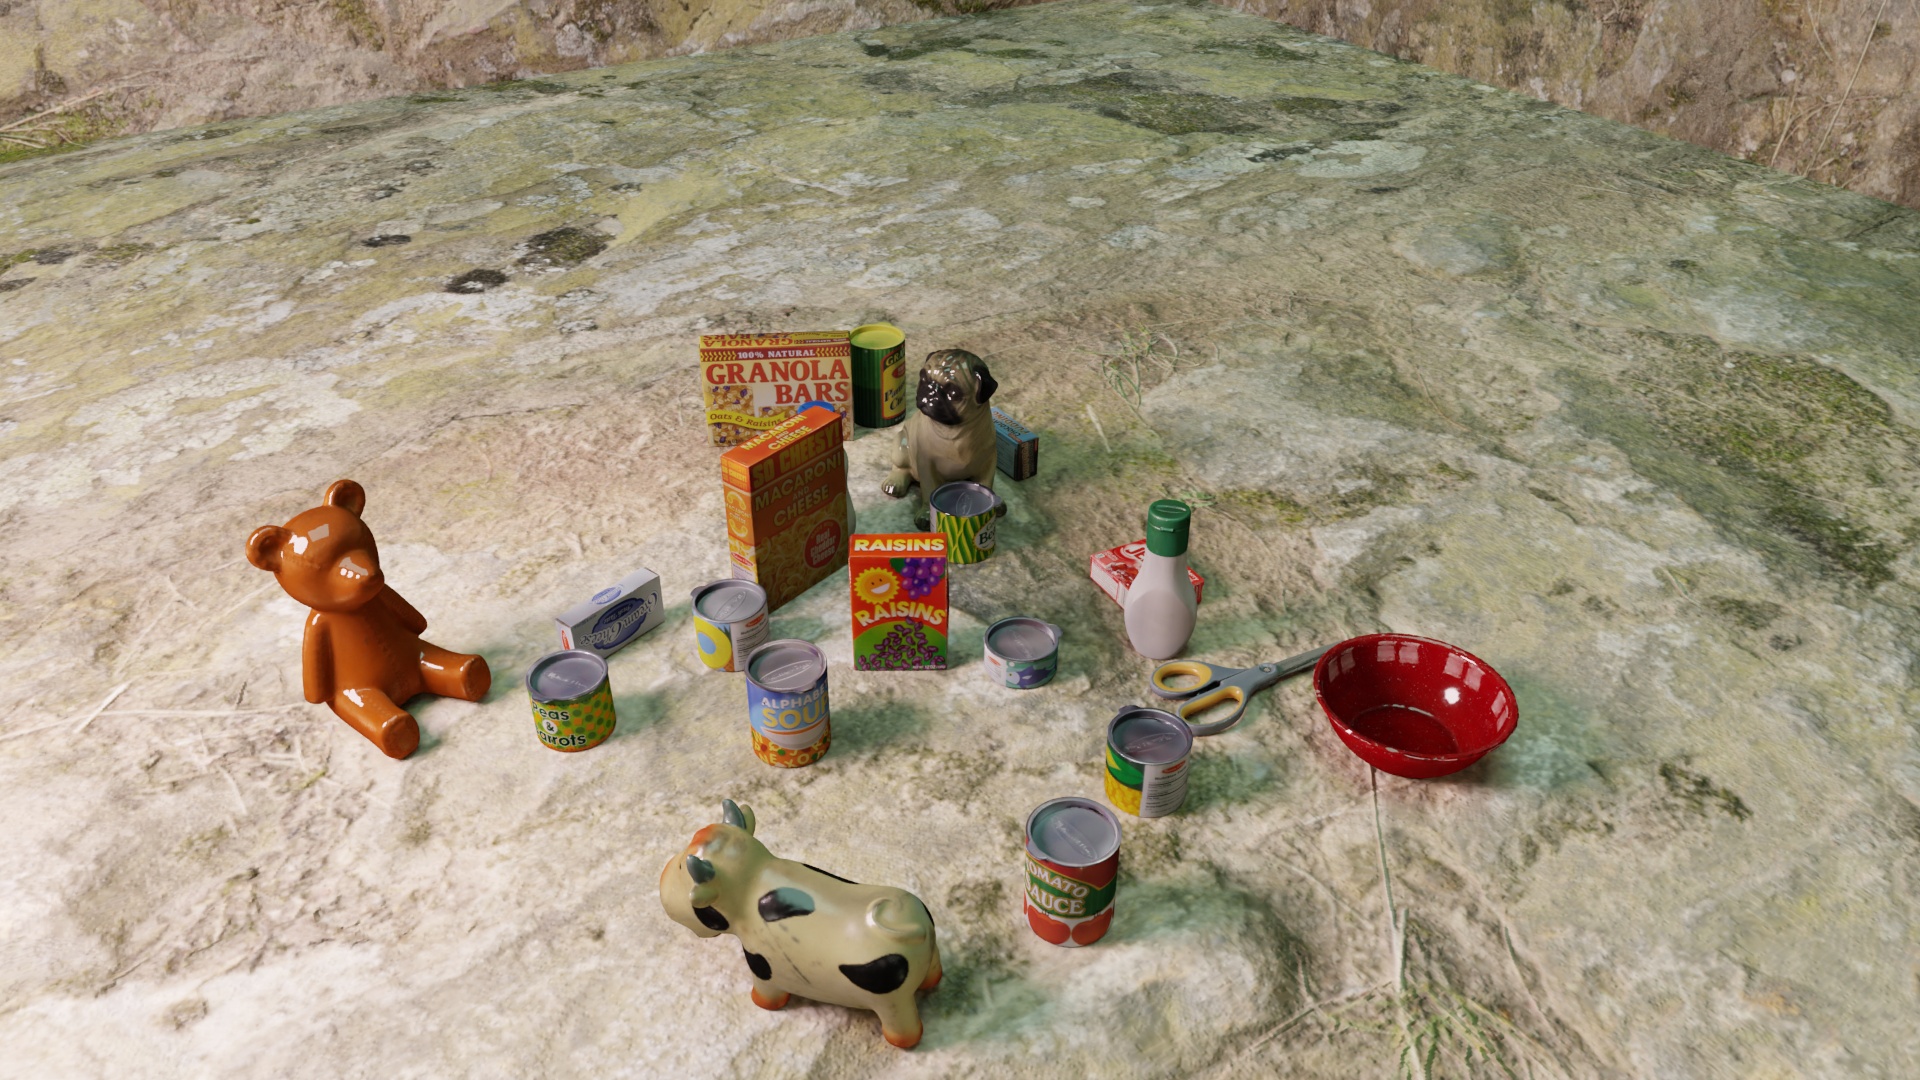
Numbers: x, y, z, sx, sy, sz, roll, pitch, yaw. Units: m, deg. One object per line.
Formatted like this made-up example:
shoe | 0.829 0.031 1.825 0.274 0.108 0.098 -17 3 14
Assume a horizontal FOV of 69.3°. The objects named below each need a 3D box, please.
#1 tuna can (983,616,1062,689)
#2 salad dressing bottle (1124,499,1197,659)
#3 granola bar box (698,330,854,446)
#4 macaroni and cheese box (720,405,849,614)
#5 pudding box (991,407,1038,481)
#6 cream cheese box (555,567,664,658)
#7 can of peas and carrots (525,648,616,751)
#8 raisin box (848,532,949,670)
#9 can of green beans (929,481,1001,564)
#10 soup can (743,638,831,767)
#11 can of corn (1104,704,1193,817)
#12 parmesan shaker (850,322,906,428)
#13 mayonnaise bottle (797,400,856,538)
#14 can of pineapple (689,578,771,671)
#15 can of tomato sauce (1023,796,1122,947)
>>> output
tuna can | 0.056 0.098 1.227 0.071 0.032 0.071 0 33 0
salad dressing bottle | 0.179 0.035 1.221 0.064 0.146 0.044 7 34 11
granola bar box | -0.203 -0.169 1.550 0.166 0.123 0.039 -3 33 -5
macaroni and cheese box | -0.162 -0.027 1.297 0.040 0.165 0.124 24 40 31
pudding box | 0.050 -0.107 1.524 0.030 0.049 0.084 -20 38 -28
cream cheese box | -0.313 0.071 1.249 0.024 0.053 0.104 23 39 31
can of peas and carrots | -0.323 0.134 1.148 0.071 0.058 0.071 0 33 0
raisin box | -0.053 0.054 1.213 0.086 0.122 0.040 0 33 0
can of green beans | 0.003 -0.018 1.381 0.071 0.057 0.071 0 33 0
soup can | -0.138 0.134 1.126 0.071 0.083 0.072 0 33 0
can of corn | 0.146 0.173 1.092 0.071 0.058 0.071 0 33 0
parmesan shaker | -0.095 -0.191 1.602 0.071 0.102 0.072 0 33 0
mayonnaise bottle | -0.138 -0.065 1.371 0.065 0.147 0.041 11 35 16
can of pineapple | -0.205 0.075 1.240 0.071 0.057 0.071 0 33 0
can of tomato sauce | 0.077 0.234 0.976 0.071 0.082 0.071 0 33 0
